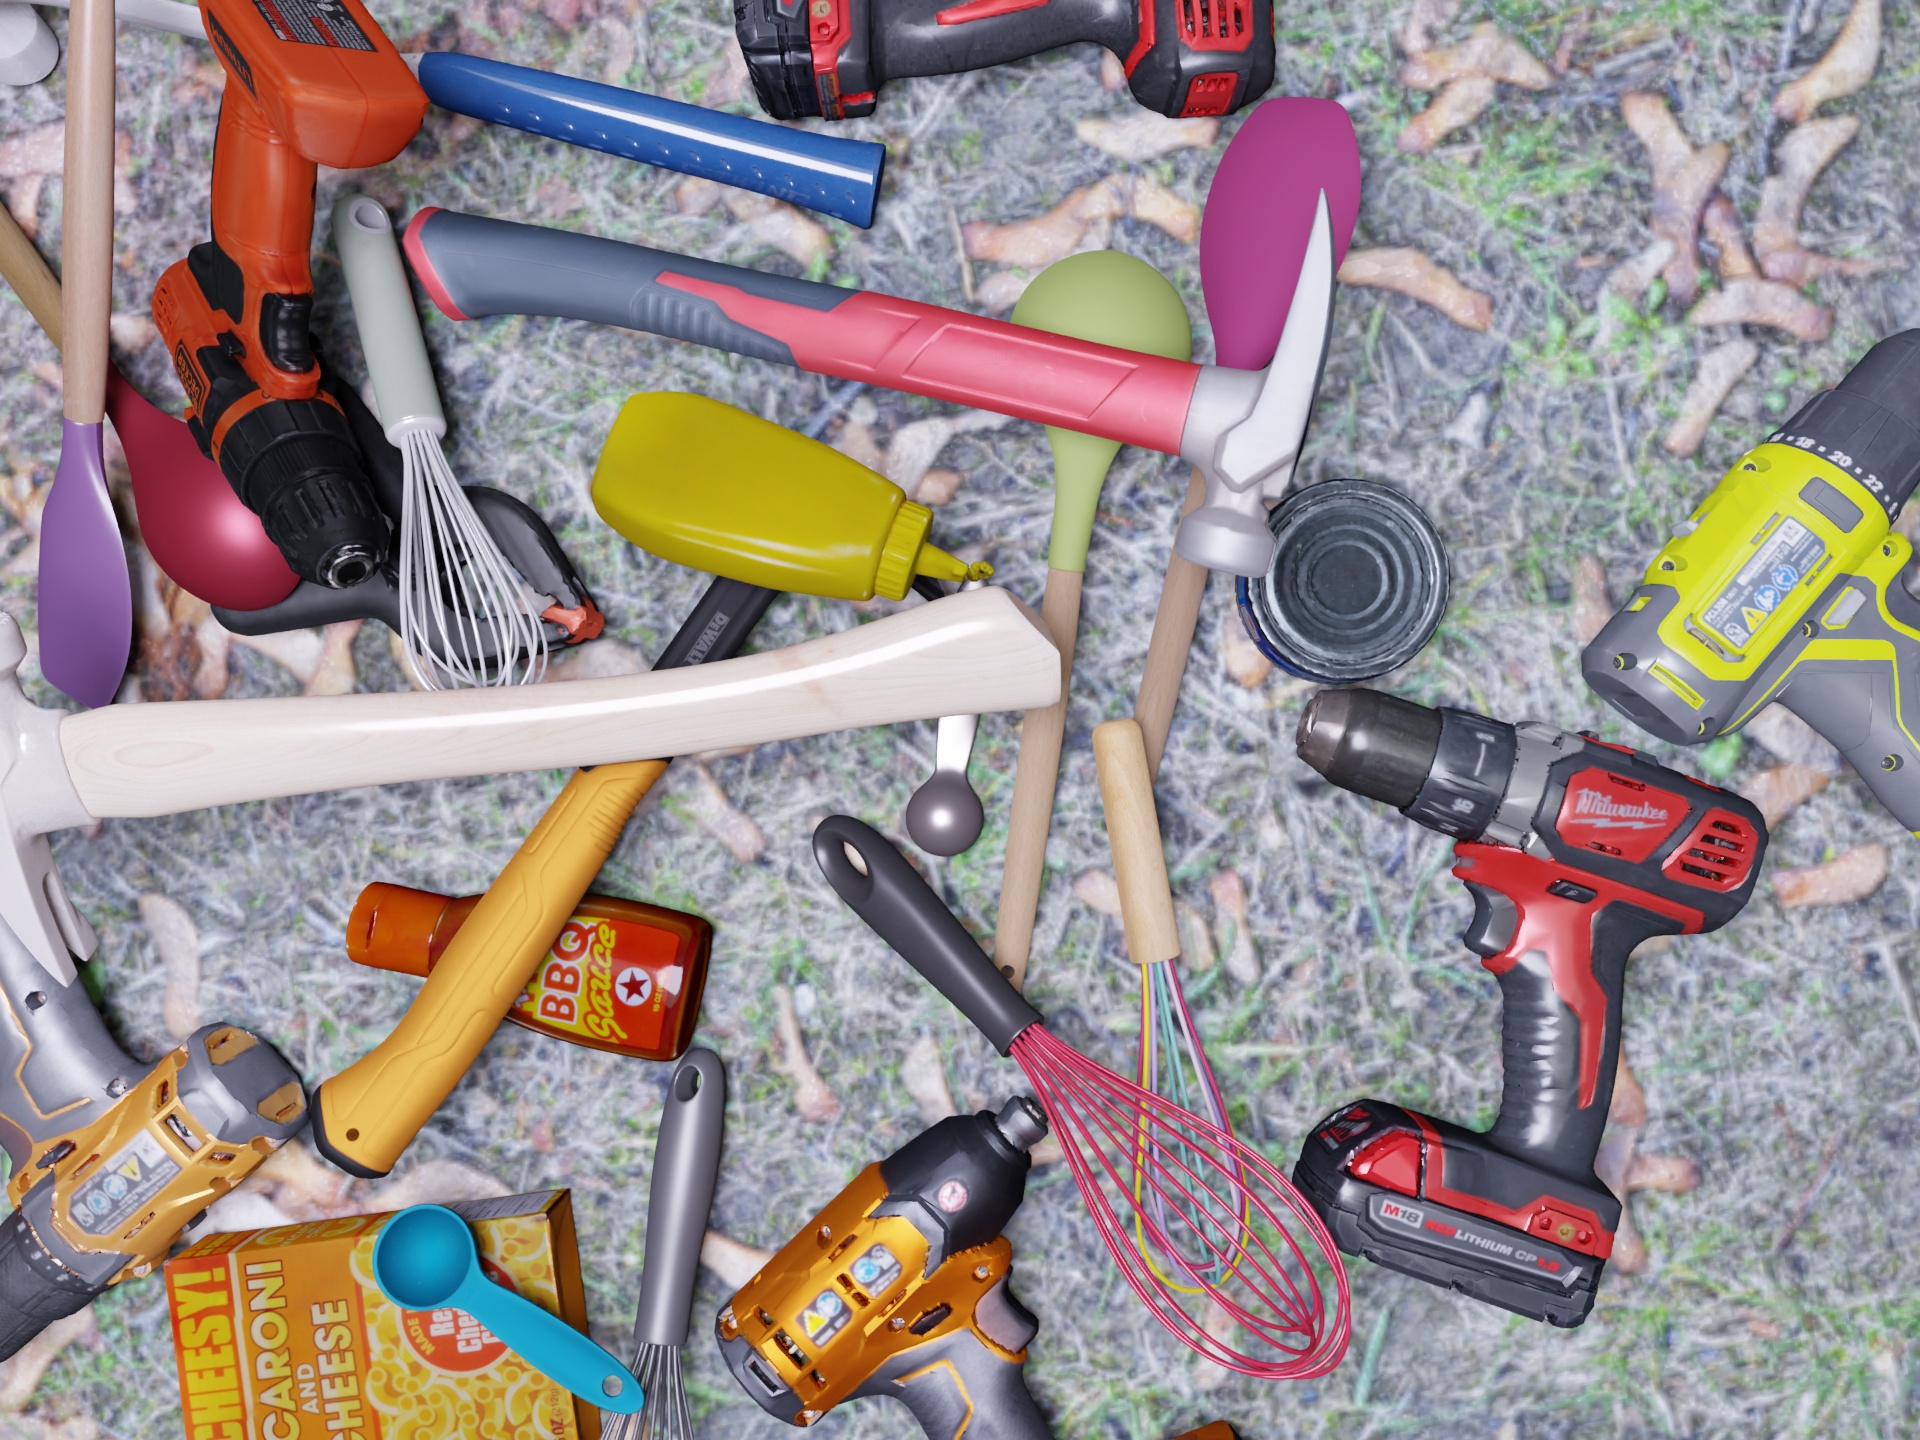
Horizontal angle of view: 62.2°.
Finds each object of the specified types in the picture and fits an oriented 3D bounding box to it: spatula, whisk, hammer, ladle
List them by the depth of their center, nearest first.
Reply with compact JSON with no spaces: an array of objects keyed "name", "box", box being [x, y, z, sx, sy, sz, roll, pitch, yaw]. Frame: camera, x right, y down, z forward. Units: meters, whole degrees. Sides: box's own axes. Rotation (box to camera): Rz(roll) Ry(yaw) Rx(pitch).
[{"name":"hammer","box":[-0.166,0.011,0.604,0.410,0.038,0.146,-6,116,-2]},{"name":"whisk","box":[0.038,0.141,0.635,0.073,0.073,0.296,-47,68,2]},{"name":"hammer","box":[-0.048,-0.172,0.639,0.386,0.038,0.143,16,101,14]},{"name":"spatula","box":[-0.353,-0.146,0.644,0.060,0.018,0.315,25,116,19]},{"name":"hammer","box":[-0.144,0.041,0.654,0.127,0.034,0.337,33,81,5]},{"name":"hammer","box":[-0.232,-0.270,0.654,0.405,0.144,0.035,12,80,-4]},{"name":"whisk","box":[-0.222,-0.111,0.655,0.057,0.059,0.246,-7,72,-39]},{"name":"whisk","box":[0.082,0.121,0.663,0.047,0.051,0.245,-10,93,10]},{"name":"whisk","box":[-0.124,0.259,0.669,0.055,0.055,0.239,6,79,3]},{"name":"ladle","box":[0.042,-0.038,0.679,0.078,0.062,0.320,8,97,5]},{"name":"ladle","box":[-0.388,-0.174,0.688,0.069,0.031,0.315,-41,81,11]}]

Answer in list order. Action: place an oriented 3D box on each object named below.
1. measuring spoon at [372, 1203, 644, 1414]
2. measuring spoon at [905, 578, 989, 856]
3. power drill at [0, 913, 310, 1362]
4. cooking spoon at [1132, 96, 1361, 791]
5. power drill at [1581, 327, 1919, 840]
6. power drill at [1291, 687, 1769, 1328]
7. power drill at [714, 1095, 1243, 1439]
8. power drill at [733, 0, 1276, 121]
[{"name":"measuring spoon","box":[-0.182,0.243,0.653,0.128,0.021,0.042,33,82,4]},{"name":"measuring spoon","box":[-0.001,-0.002,0.686,0.034,0.018,0.124,7,91,0]},{"name":"power drill","box":[-0.421,0.151,0.681,0.185,0.084,0.226,-42,93,4]},{"name":"cooking spoon","box":[0.107,-0.106,0.673,0.069,0.017,0.319,15,95,30]},{"name":"power drill","box":[0.396,-0.027,0.638,0.228,0.080,0.190,40,92,5]},{"name":"power drill","box":[0.204,0.106,0.649,0.188,0.080,0.227,19,88,3]},{"name":"power drill","box":[0.030,0.276,0.656,0.164,0.084,0.226,-45,84,2]},{"name":"power drill","box":[0.019,-0.324,0.658,0.219,0.078,0.143,-2,90,0]}]
